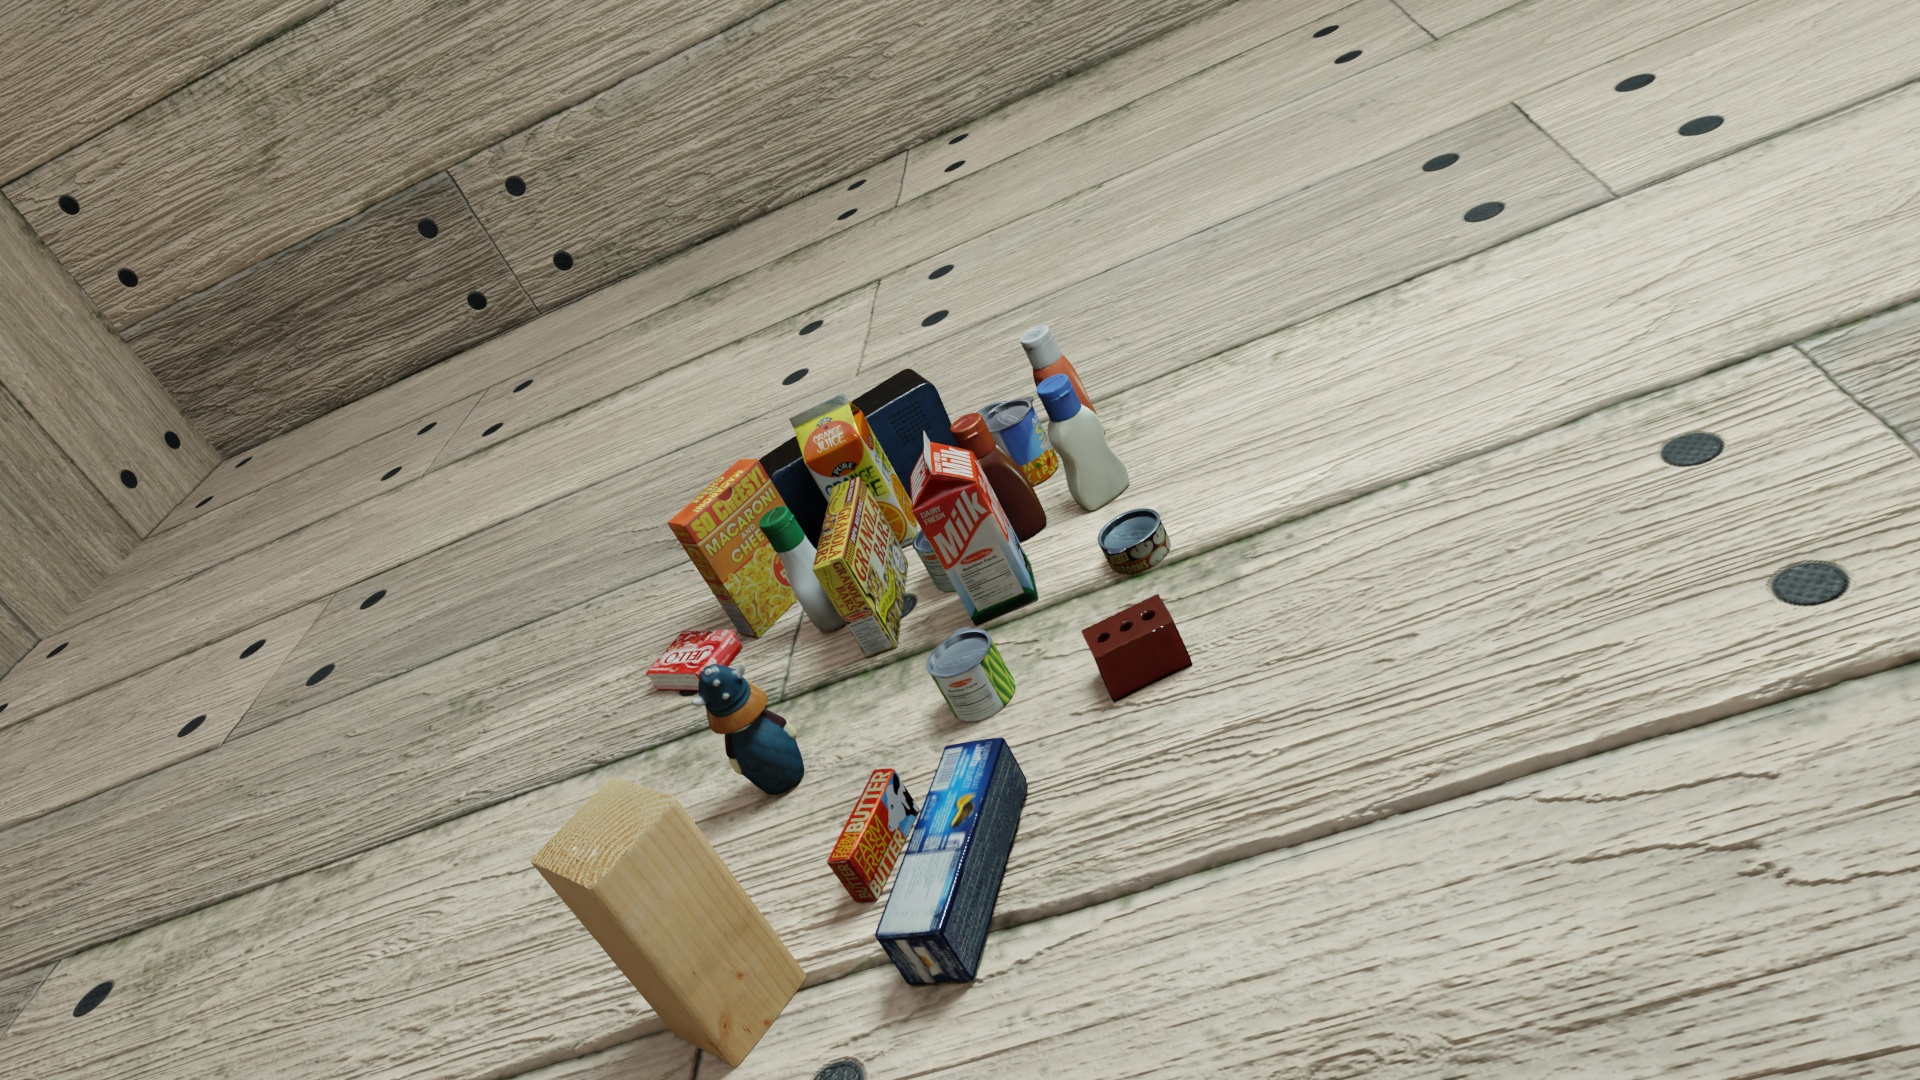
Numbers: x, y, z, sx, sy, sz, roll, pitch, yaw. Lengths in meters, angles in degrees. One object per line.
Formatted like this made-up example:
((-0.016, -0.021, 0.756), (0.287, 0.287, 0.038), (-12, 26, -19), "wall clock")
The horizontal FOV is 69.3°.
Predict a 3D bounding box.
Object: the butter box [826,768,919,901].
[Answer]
((-0.071, 0.245, 1.161), (0.024, 0.053, 0.104), (-10, 33, 31), "butter box")

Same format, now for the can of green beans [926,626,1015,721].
((0.010, 0.125, 1.285), (0.071, 0.057, 0.071), (-22, 28, 12), "can of green beans")

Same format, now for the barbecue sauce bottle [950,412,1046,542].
((0.036, -0.066, 1.484), (0.065, 0.148, 0.044), (-27, 28, 3), "barbecue sauce bottle")

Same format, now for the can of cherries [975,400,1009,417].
((0.047, -0.125, 1.668), (0.071, 0.058, 0.072), (-22, 28, 12), "can of cherries")

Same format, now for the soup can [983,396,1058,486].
((0.071, -0.112, 1.600), (0.071, 0.083, 0.072), (-22, 28, 13), "soup can")

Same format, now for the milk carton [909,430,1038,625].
((0.005, -0.017, 1.385), (0.073, 0.190, 0.072), (-24, 28, 9), "milk carton")

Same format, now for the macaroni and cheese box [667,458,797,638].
((-0.241, 0.008, 1.588), (0.040, 0.166, 0.124), (4, 42, 46), "macaroni and cheese box")

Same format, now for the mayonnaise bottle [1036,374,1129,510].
((0.126, -0.106, 1.471), (0.065, 0.147, 0.041), (-36, 28, -13), "mayonnaise bottle")

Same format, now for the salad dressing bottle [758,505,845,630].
((-0.168, 0.030, 1.506), (0.044, 0.147, 0.064), (-16, 30, 22), "salad dressing bottle")

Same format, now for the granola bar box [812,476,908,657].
((-0.103, 0.026, 1.481), (0.039, 0.123, 0.166), (-21, 29, 15), "granola bar box")

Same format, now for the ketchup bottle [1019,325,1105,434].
((0.114, -0.177, 1.599), (0.044, 0.148, 0.065), (-39, 29, -19), "ketchup bottle")

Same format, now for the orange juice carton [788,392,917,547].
((-0.122, -0.077, 1.596), (0.072, 0.192, 0.073), (-24, 28, 9), "orange juice carton")

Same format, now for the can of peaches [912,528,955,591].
((-0.008, 0.012, 1.490), (0.071, 0.058, 0.071), (-22, 28, 12), "can of peaches")

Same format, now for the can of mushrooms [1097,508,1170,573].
((0.171, 0.002, 1.372), (0.071, 0.033, 0.071), (-22, 28, 12), "can of mushrooms")
